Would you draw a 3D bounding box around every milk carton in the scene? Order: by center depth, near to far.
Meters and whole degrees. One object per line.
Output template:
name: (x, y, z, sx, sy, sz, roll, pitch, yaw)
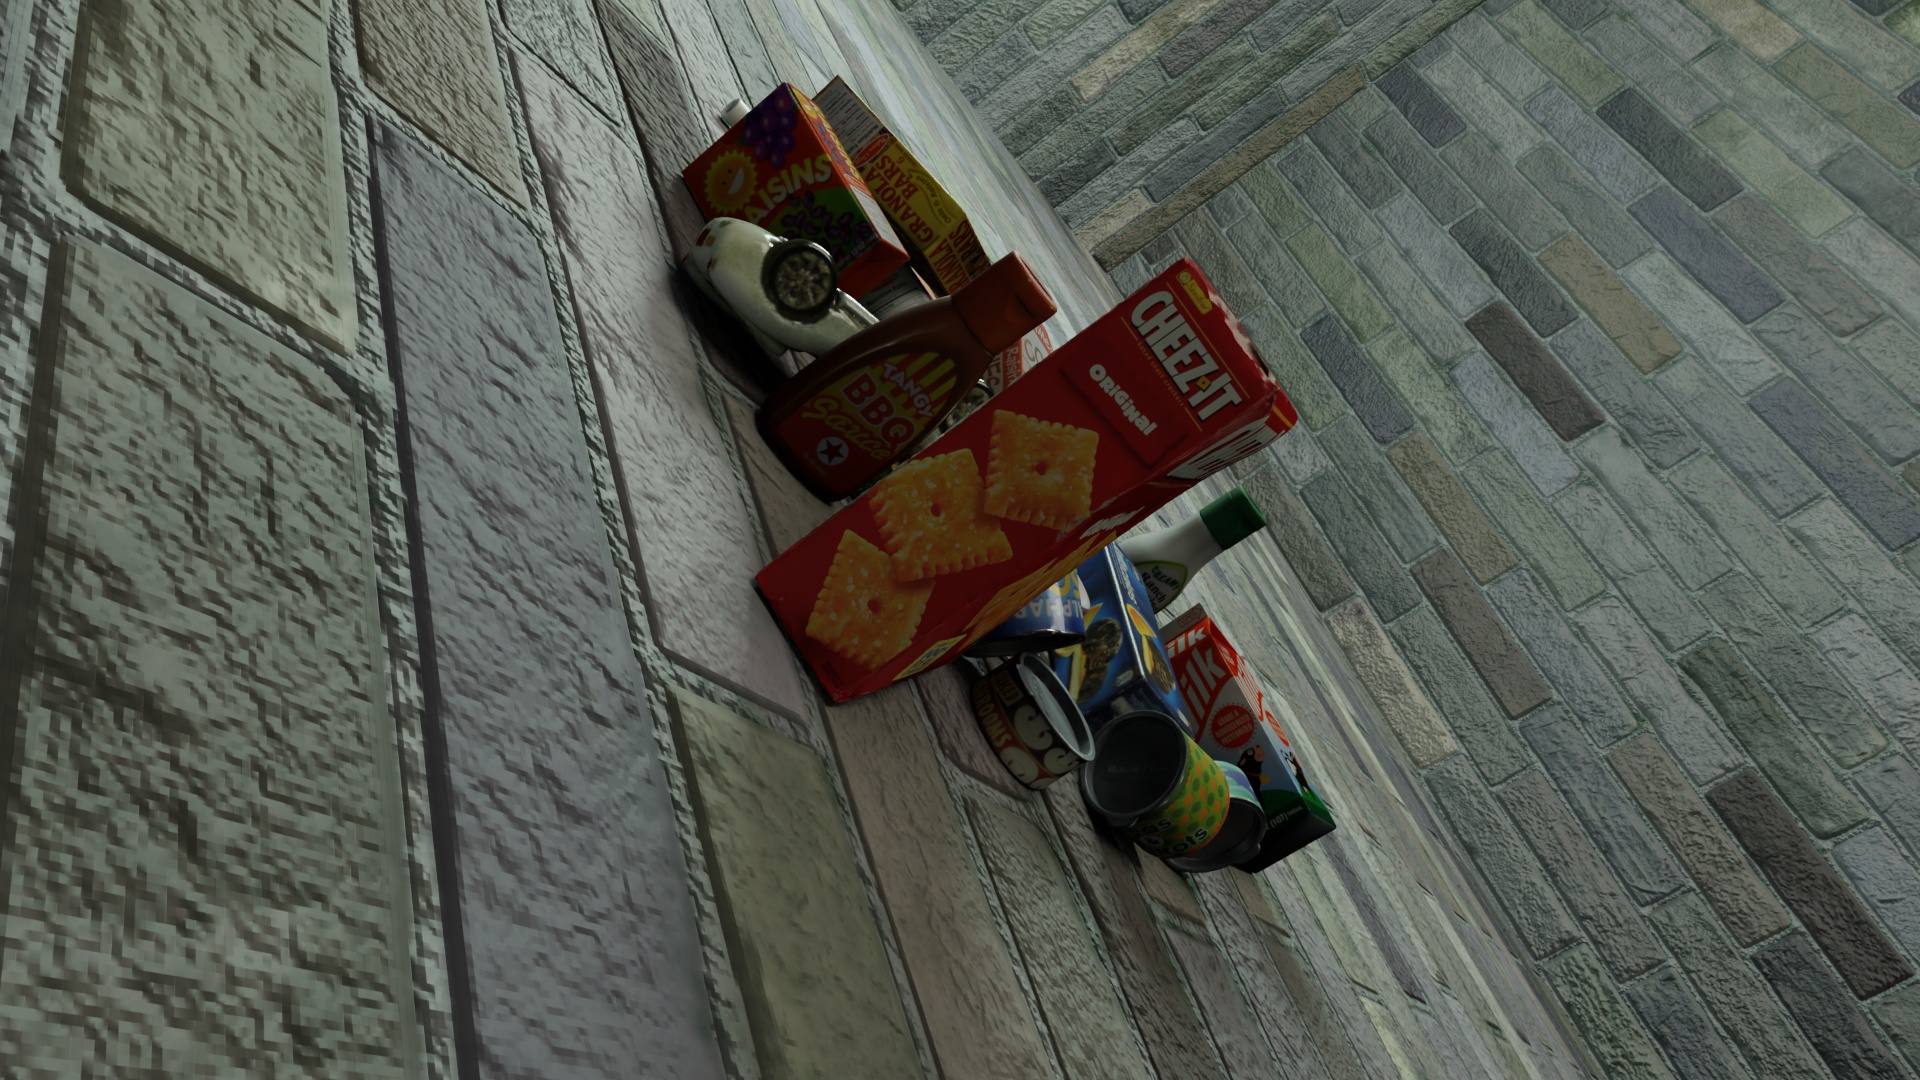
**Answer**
milk carton: (0.192, 0.140, 1.024, 0.073, 0.072, 0.191, 34, 25, -54)

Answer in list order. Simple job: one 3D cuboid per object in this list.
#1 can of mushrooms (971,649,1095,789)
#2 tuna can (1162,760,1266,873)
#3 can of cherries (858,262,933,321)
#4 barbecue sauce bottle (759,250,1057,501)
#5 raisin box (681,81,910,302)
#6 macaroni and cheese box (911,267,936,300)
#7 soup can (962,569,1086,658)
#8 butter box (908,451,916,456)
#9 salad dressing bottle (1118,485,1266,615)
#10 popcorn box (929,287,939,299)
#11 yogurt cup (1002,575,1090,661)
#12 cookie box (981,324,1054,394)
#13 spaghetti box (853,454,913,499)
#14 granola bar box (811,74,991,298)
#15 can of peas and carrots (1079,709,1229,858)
can of mushrooms: (0.036, 0.091, 0.711, 0.071, 0.033, 0.071, 51, 15, -20)
tuna can: (0.149, 0.167, 0.836, 0.071, 0.071, 0.033, 45, 17, -35)
can of cherries: (-0.047, -0.141, 0.896, 0.058, 0.071, 0.071, 55, 14, -1)
barbecue sauce bottle: (-0.023, -0.083, 0.675, 0.064, 0.148, 0.044, 48, 15, -29)
raisin box: (-0.096, -0.187, 0.796, 0.123, 0.086, 0.040, 61, 20, 19)
macaroni and cheese box: (-0.046, -0.164, 1.001, 0.166, 0.040, 0.124, 59, 15, 12)
soup can: (0.029, 0.015, 0.730, 0.071, 0.071, 0.084, 22, 59, -65)
butter box: (-0.019, -0.073, 0.858, 0.024, 0.053, 0.103, 62, 15, 16)
salad dressing bottle: (0.160, 0.012, 1.054, 0.064, 0.147, 0.044, 47, 16, -30)
popcorn box: (-0.030, -0.226, 1.193, 0.126, 0.038, 0.085, 51, 16, -19)
yogurt cup: (0.039, 0.032, 0.809, 0.072, 0.054, 0.073, 50, 16, -20)
cookie box: (0.053, -0.083, 1.014, 0.122, 0.040, 0.168, 54, 27, -44)
spaghetti box: (0.003, -0.011, 0.839, 0.050, 0.028, 0.250, 61, 16, 18)
granola bar box: (-0.035, -0.215, 0.904, 0.124, 0.039, 0.165, 49, 3, 12)
can of peas and carrots: (0.109, 0.139, 0.777, 0.058, 0.071, 0.071, 44, 18, -40)
